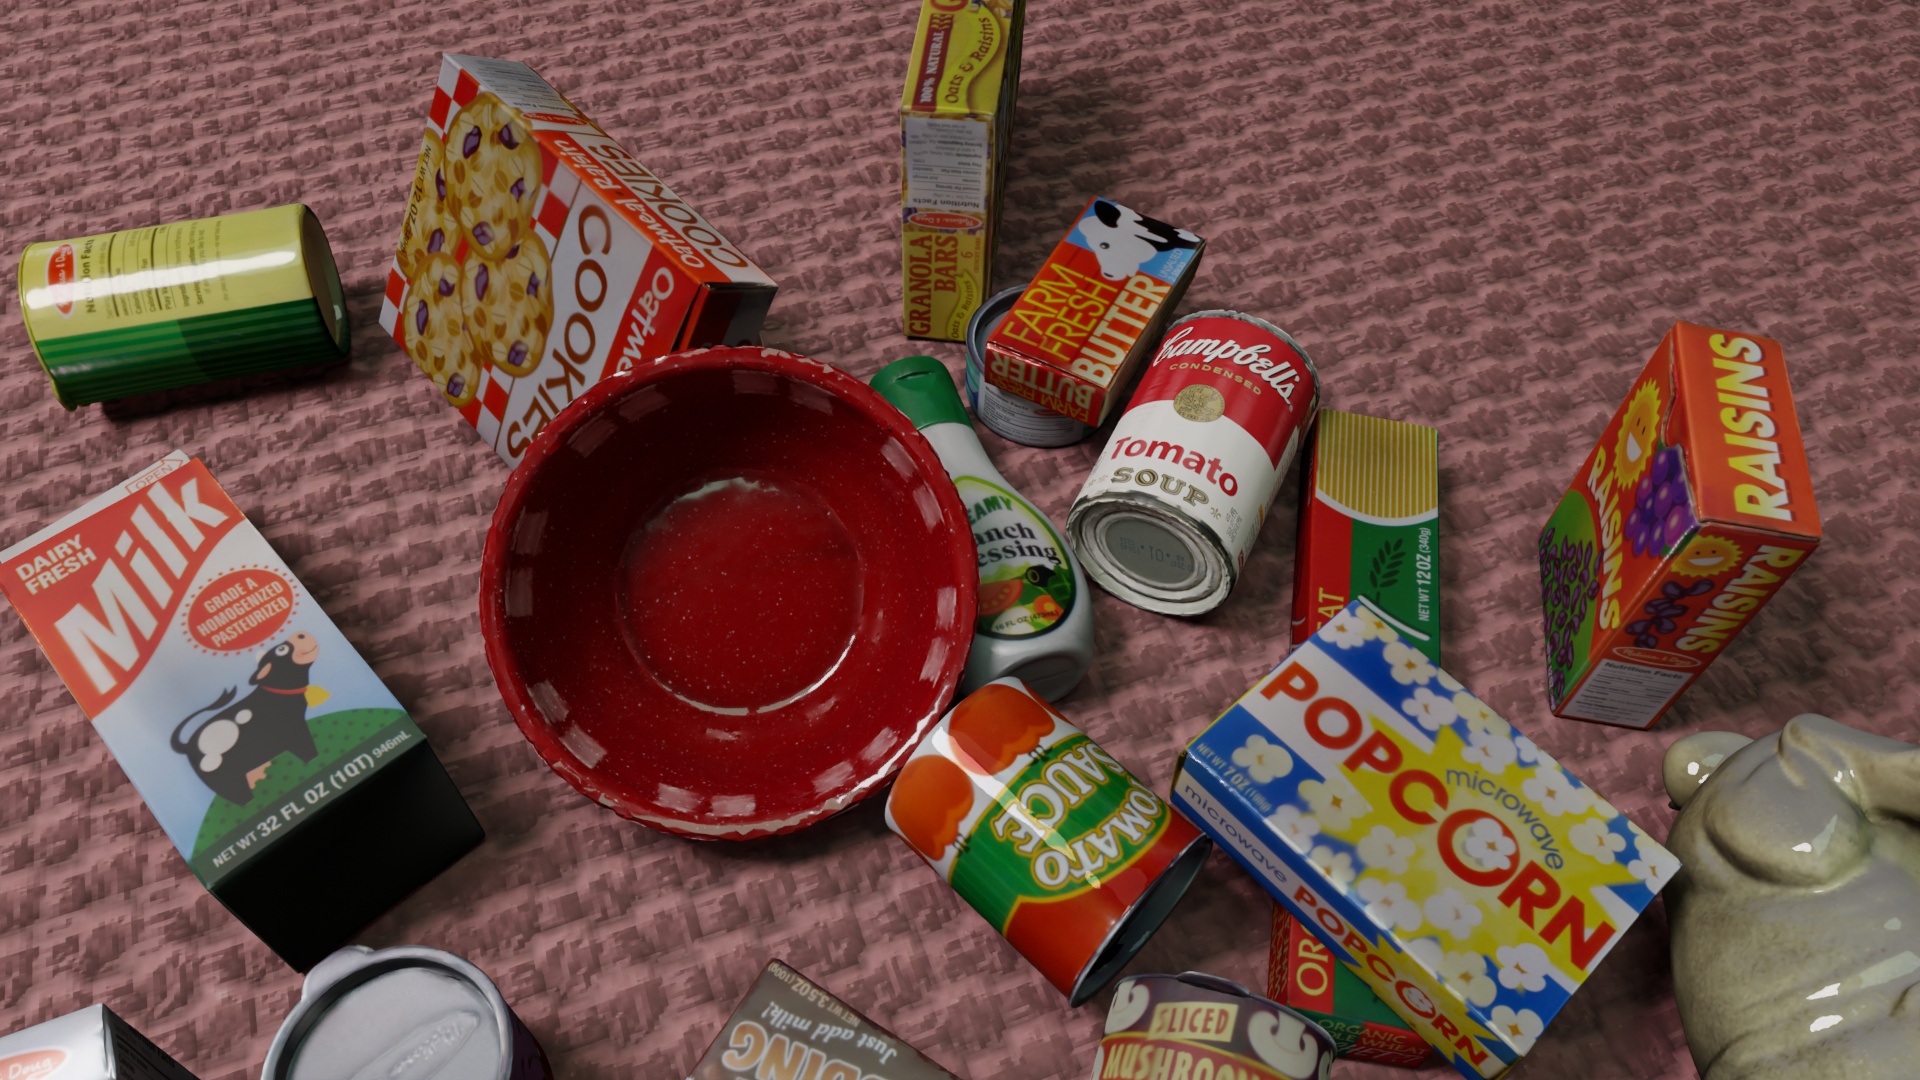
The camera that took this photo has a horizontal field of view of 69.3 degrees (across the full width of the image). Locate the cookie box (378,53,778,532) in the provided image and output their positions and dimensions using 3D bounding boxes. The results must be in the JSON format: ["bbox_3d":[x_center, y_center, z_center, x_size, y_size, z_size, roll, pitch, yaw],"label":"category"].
[{"bbox_3d":[-0.154,-0.090,0.533,0.168,0.122,0.040,43,32,25],"label":"cookie box"}]

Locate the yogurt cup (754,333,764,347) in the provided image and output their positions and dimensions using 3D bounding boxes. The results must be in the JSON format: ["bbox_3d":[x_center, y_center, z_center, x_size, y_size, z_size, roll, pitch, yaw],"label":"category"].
[{"bbox_3d":[-0.118,-0.093,0.579,0.072,0.053,0.073,1,55,-2],"label":"yogurt cup"}]

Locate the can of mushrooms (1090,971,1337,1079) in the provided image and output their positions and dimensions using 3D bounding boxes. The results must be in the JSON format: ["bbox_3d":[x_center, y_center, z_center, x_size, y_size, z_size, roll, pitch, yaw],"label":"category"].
[{"bbox_3d":[0.071,0.152,0.398,0.071,0.070,0.033,17,57,10],"label":"can of mushrooms"}]

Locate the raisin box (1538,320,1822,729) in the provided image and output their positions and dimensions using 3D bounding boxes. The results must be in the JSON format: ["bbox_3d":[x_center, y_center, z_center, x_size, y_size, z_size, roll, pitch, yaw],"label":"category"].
[{"bbox_3d":[0.243,-0.002,0.484,0.040,0.122,0.086,11,55,5],"label":"raisin box"}]

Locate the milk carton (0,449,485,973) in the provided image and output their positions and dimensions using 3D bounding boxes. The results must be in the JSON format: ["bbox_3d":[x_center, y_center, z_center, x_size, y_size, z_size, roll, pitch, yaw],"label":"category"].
[{"bbox_3d":[-0.249,0.042,0.465,0.072,0.073,0.191,-38,63,-25],"label":"milk carton"}]

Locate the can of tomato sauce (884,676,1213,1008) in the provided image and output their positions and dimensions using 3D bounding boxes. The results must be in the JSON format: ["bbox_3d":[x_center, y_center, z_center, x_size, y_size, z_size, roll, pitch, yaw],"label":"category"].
[{"bbox_3d":[0.027,0.092,0.440,0.083,0.070,0.071,39,62,24],"label":"can of tomato sauce"}]

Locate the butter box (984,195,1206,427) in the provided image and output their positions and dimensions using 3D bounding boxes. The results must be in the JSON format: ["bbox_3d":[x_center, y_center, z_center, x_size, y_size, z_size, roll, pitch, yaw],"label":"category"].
[{"bbox_3d":[0.055,-0.095,0.563,0.053,0.024,0.104,25,56,14],"label":"butter box"}]

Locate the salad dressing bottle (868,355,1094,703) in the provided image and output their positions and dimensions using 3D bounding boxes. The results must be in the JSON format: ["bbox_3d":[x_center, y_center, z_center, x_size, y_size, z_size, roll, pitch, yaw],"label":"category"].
[{"bbox_3d":[0.002,-0.007,0.527,0.064,0.043,0.148,-15,56,-14],"label":"salad dressing bottle"}]

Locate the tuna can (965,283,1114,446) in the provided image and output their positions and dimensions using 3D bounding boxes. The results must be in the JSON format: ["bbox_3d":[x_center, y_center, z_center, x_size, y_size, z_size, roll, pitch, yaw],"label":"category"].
[{"bbox_3d":[0.035,-0.076,0.585,0.071,0.032,0.071,1,54,-1],"label":"tuna can"}]

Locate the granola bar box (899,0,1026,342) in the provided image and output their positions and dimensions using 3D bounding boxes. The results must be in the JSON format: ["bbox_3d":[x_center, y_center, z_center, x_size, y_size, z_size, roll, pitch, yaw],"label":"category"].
[{"bbox_3d":[0.003,-0.188,0.610,0.039,0.123,0.166,6,54,2],"label":"granola bar box"}]

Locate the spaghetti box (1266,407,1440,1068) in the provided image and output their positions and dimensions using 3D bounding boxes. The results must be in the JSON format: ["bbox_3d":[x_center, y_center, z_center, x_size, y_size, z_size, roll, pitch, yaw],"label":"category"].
[{"bbox_3d":[0.144,0.056,0.497,0.050,0.028,0.251,10,54,5],"label":"spaghetti box"}]

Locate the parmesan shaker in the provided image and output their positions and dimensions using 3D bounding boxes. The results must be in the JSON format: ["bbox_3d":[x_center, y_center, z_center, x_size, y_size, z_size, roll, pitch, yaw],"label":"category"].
[{"bbox_3d":[-0.312,-0.094,0.567,0.103,0.071,0.071,-12,56,-11],"label":"parmesan shaker"}]

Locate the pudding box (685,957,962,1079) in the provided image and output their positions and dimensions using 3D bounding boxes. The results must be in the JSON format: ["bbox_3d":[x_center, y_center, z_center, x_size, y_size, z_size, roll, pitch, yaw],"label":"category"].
[{"bbox_3d":[-0.035,0.168,0.408,0.084,0.030,0.050,28,59,17],"label":"pudding box"}]

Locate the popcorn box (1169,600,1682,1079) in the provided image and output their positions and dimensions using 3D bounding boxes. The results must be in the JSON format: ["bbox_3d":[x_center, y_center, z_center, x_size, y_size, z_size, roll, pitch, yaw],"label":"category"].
[{"bbox_3d":[0.140,0.089,0.429,0.085,0.038,0.127,-35,63,-25],"label":"popcorn box"}]

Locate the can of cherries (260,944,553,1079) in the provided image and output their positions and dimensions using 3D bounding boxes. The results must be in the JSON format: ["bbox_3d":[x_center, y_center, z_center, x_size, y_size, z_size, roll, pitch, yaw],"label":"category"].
[{"bbox_3d":[-0.155,0.155,0.396,0.071,0.058,0.072,1,55,-1],"label":"can of cherries"}]

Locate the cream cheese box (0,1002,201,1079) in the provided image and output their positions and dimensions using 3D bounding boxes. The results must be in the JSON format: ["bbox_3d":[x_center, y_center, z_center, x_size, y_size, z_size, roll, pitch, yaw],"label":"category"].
[{"bbox_3d":[-0.227,0.159,0.363,0.053,0.103,0.024,-17,54,-15],"label":"cream cheese box"}]
